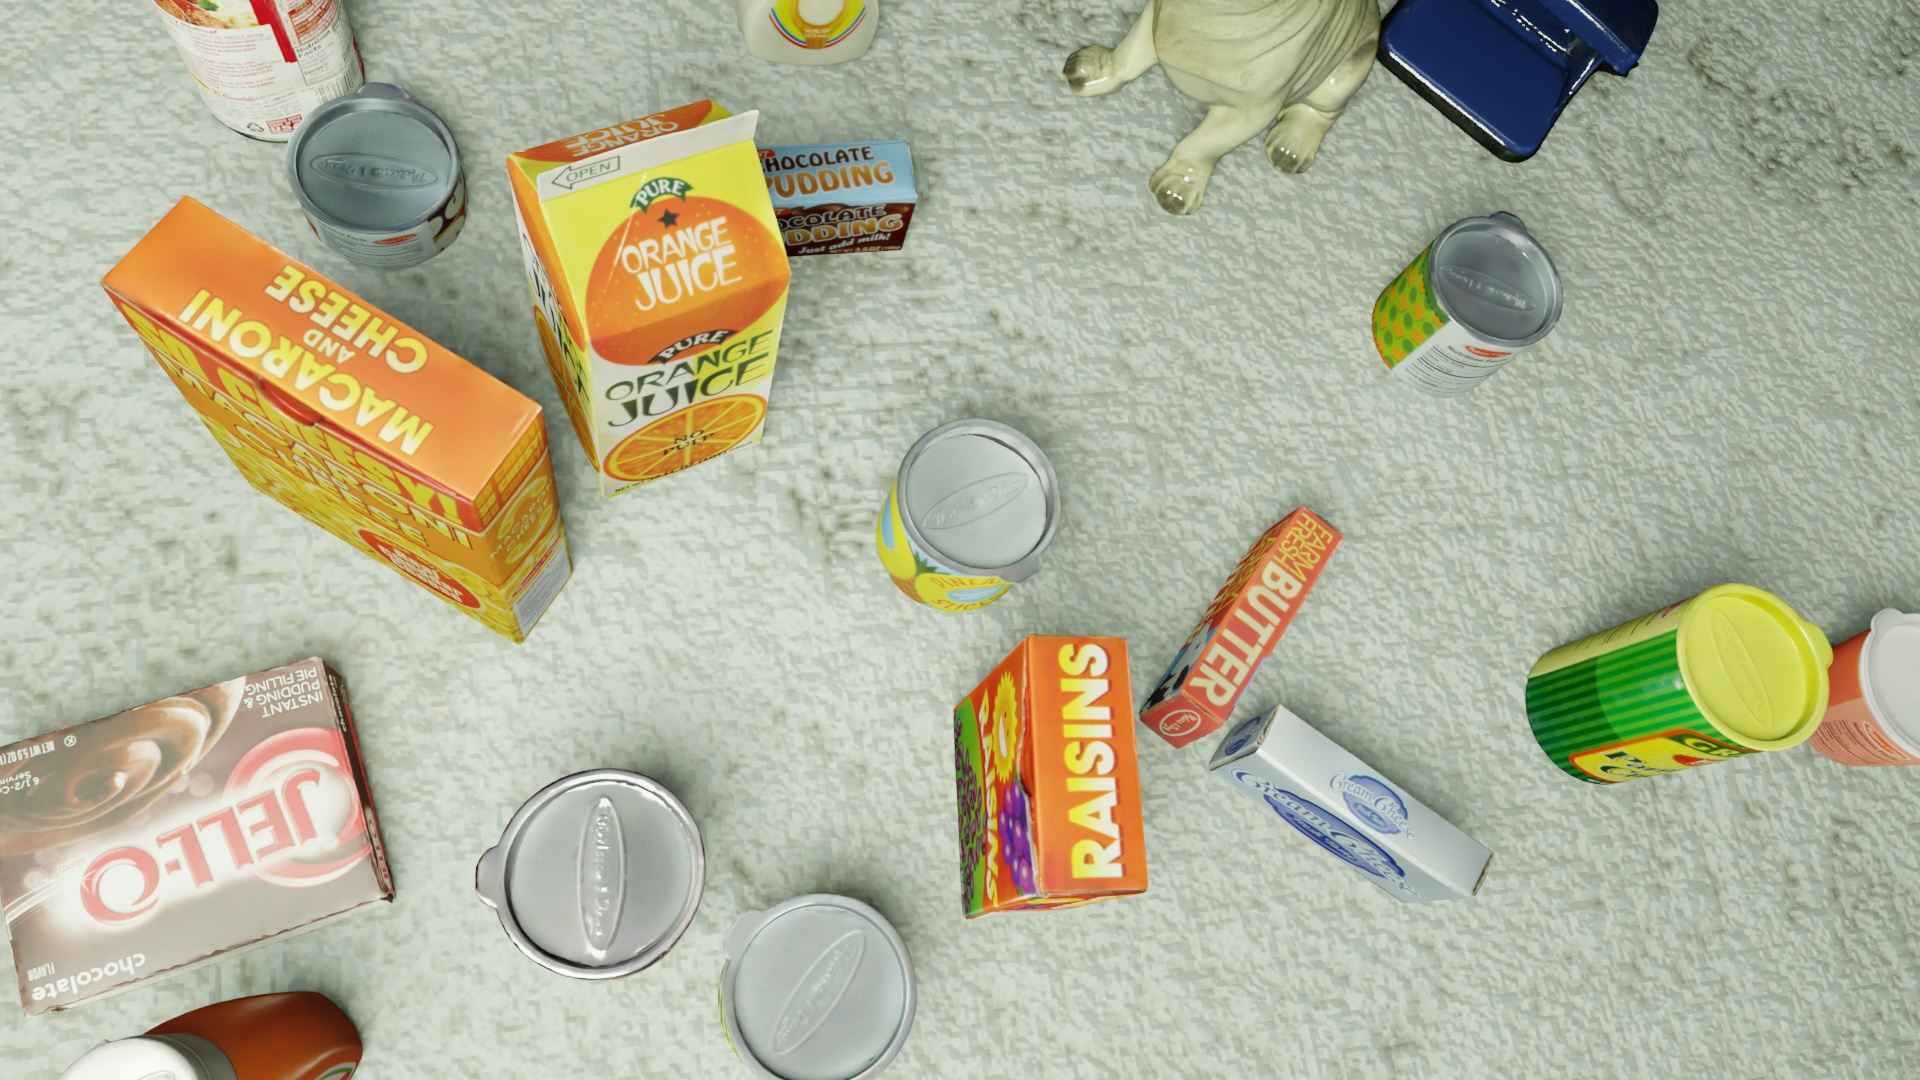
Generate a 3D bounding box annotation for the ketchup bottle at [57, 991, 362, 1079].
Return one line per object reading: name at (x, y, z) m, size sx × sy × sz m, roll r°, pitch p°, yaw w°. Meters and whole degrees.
ketchup bottle at (-0.222, 0.163, 0.409) m, size 0.065 × 0.148 × 0.043 m, roll -41°, pitch 84°, yaw -21°

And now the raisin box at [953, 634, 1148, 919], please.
raisin box at (0.028, 0.089, 0.503) m, size 0.040 × 0.123 × 0.086 m, roll 2°, pitch 72°, yaw -12°

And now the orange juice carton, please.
orange juice carton at (-0.110, -0.088, 0.496) m, size 0.072 × 0.192 × 0.073 m, roll -22°, pitch 78°, yaw -18°

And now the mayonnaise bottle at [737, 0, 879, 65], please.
mayonnaise bottle at (-0.059, -0.263, 0.591) m, size 0.065 × 0.147 × 0.041 m, roll -5°, pitch 73°, yaw -14°

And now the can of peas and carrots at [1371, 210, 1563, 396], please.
can of peas and carrots at (0.236, -0.111, 0.652) m, size 0.071 × 0.058 × 0.071 m, roll 4°, pitch 71°, yaw -11°

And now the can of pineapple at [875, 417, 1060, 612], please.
can of pineapple at (0.002, -0.007, 0.566) m, size 0.071 × 0.057 × 0.071 m, roll 4°, pitch 71°, yaw -11°

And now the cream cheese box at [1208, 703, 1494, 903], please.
cream cheese box at (0.156, 0.109, 0.563) m, size 0.104 × 0.053 × 0.024 m, roll 35°, pitch 68°, yaw 1°

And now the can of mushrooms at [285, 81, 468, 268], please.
can of mushrooms at (-0.239, -0.150, 0.574) m, size 0.071 × 0.033 × 0.071 m, roll 4°, pitch 71°, yaw -11°

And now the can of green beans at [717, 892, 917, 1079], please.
can of green beans at (-0.053, 0.162, 0.496) m, size 0.071 × 0.057 × 0.071 m, roll 4°, pitch 71°, yaw -11°

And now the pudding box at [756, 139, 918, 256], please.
pudding box at (-0.063, -0.148, 0.604) m, size 0.084 × 0.049 × 0.030 m, roll -7°, pitch 74°, yaw -15°

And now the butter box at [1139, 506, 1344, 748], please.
butter box at (0.117, 0.036, 0.579) m, size 0.024 × 0.053 × 0.104 m, roll 37°, pitch 68°, yaw 2°

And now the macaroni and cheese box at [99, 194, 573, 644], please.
macaroni and cheese box at (-0.198, -0.029, 0.471) m, size 0.124 × 0.166 × 0.040 m, roll 31°, pitch 68°, yaw -1°

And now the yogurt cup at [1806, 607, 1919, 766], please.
yogurt cup at (0.422, 0.072, 0.634) m, size 0.072 × 0.053 × 0.072 m, roll 4°, pitch 71°, yaw -11°

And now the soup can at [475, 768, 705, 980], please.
soup can at (-0.126, 0.118, 0.481) m, size 0.071 × 0.083 × 0.071 m, roll 4°, pitch 71°, yaw -11°

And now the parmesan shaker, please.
parmesan shaker at (0.298, 0.063, 0.583) m, size 0.071 × 0.102 × 0.071 m, roll 4°, pitch 71°, yaw -11°
